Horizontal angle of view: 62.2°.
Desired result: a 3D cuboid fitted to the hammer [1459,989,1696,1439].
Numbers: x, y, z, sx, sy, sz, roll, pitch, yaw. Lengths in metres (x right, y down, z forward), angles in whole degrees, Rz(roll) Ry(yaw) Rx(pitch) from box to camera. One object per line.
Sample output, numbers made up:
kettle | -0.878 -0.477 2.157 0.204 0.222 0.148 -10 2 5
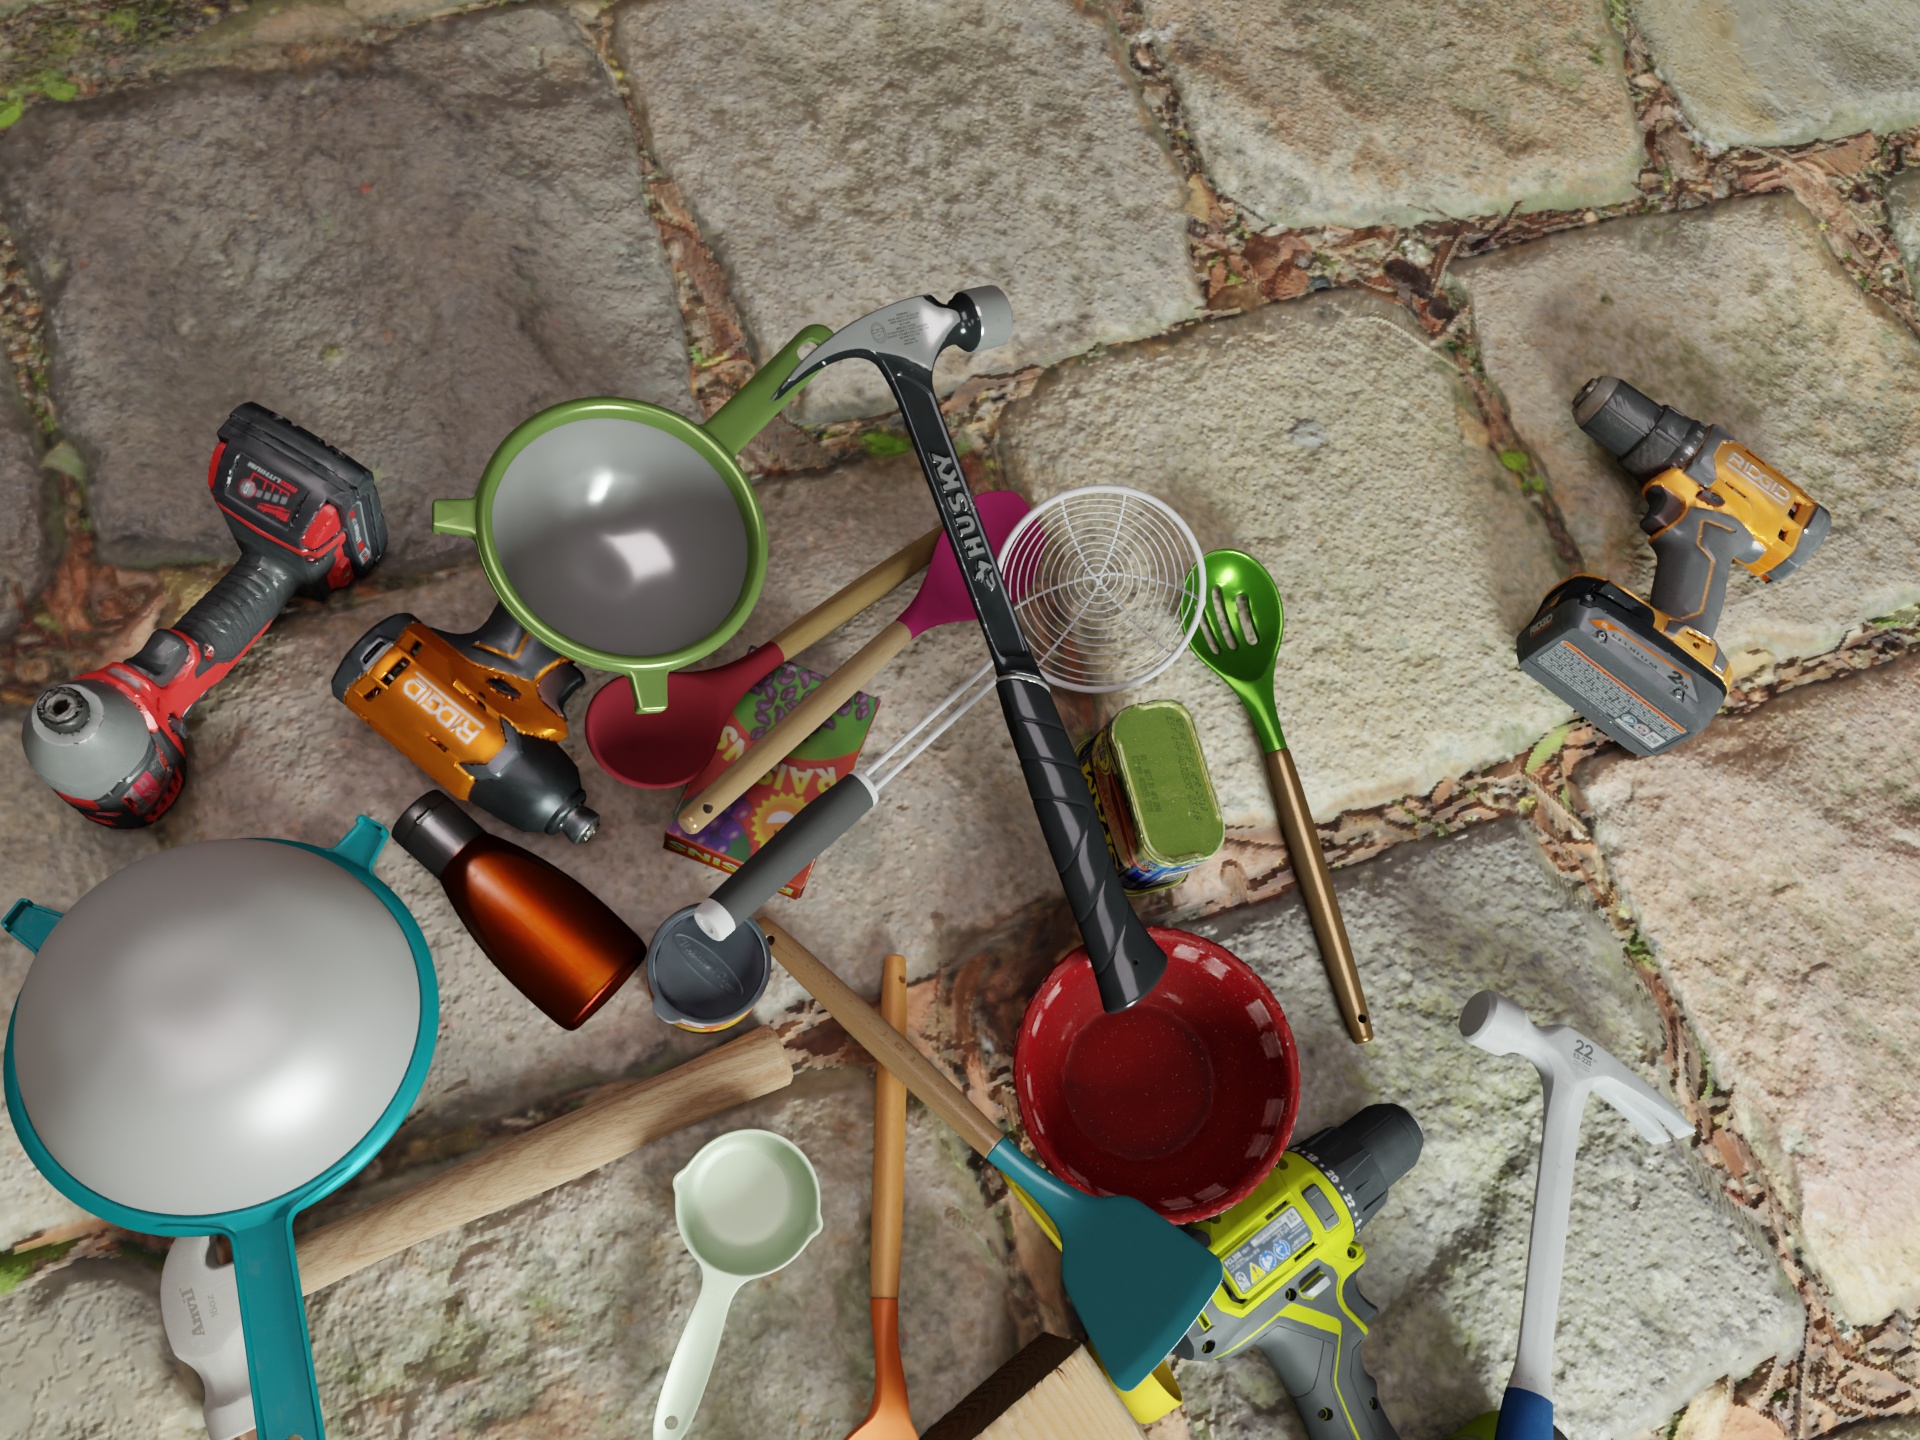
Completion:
hammer | 0.305 0.346 0.834 0.144 0.035 0.406 27 56 -7

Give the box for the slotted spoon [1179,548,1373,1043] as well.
slotted spoon | 0.200 0.044 0.982 0.070 0.031 0.314 -12 78 -14

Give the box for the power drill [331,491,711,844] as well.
power drill | -0.217 -0.048 0.906 0.164 0.084 0.226 40 75 0

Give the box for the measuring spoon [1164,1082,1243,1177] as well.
measuring spoon | 0.148 0.243 0.923 0.021 0.011 0.117 35 73 17

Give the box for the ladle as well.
ladle | -0.089 -0.054 0.921 0.315 0.031 0.069 -38 88 -34

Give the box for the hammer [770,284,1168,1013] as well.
hammer | 0.024 -0.037 0.873 0.149 0.036 0.409 -19 87 -26

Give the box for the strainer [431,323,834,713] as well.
strainer | -0.154 -0.125 0.863 0.151 0.069 0.256 42 60 -7

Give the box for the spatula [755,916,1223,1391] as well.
spatula | -0.002 0.209 0.847 0.318 0.044 0.082 39 96 19

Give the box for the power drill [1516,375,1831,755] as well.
power drill | 0.453 -0.113 1.049 0.185 0.084 0.226 38 67 2

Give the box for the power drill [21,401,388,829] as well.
power drill | -0.402 -0.051 0.838 0.078 0.143 0.220 31 68 -3

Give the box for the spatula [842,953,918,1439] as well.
spatula | -0.047 0.286 0.857 0.081 0.041 0.323 24 58 -41

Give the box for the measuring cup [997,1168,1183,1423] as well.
measuring cup | 0.061 0.314 0.871 0.029 0.062 0.157 -41 72 1

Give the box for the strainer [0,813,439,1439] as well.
strainer | -0.353 0.194 0.764 0.211 0.095 0.341 -14 64 -16

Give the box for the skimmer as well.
skimmer | -0.001 -0.003 0.899 0.363 0.090 0.127 -42 103 -30

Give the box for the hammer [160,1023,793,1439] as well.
hammer | -0.247 0.240 0.838 0.331 0.031 0.130 -22 79 -16

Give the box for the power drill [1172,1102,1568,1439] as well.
power drill | 0.228 0.342 0.873 0.190 0.080 0.228 -30 79 -22

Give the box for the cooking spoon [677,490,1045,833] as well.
cooking spoon | -0.050 -0.038 0.925 0.319 0.017 0.068 -44 109 -33

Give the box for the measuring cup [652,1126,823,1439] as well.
measuring cup | -0.129 0.298 0.843 0.083 0.038 0.168 20 80 -8
